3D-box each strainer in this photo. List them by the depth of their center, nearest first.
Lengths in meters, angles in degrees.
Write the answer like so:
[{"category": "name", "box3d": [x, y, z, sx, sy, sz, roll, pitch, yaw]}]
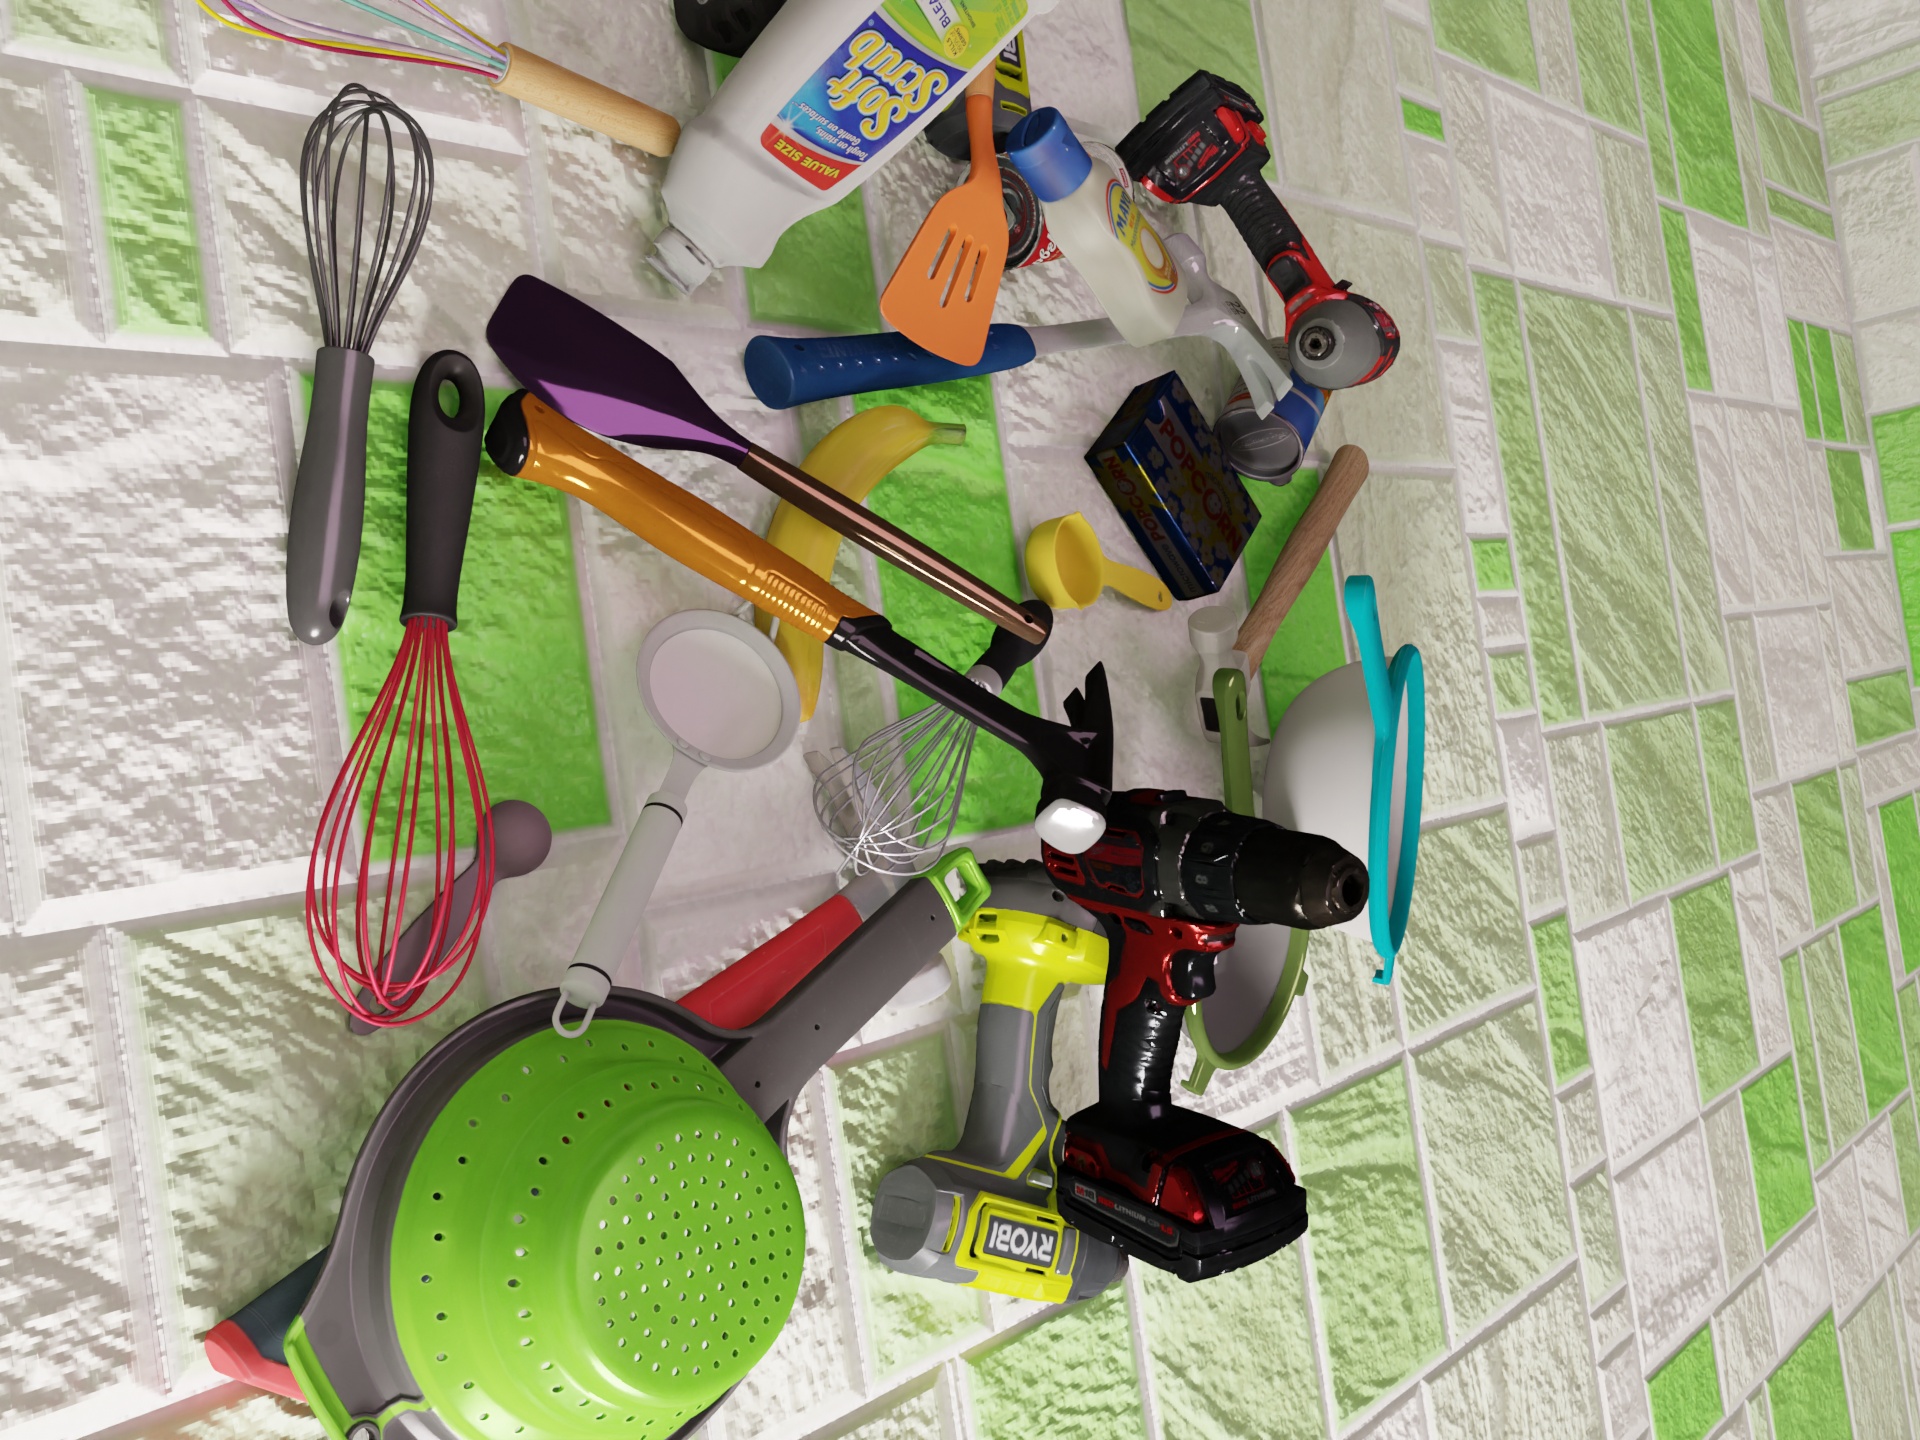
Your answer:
[{"category": "strainer", "box3d": [-0.132, 0.035, 0.715, 0.086, 0.050, 0.259, 34, 42, -17]}, {"category": "strainer", "box3d": [0.151, 0.088, 0.977, 0.151, 0.069, 0.256, -28, 118, -46]}, {"category": "strainer", "box3d": [0.239, 0.016, 1.033, 0.340, 0.095, 0.211, 62, 38, -51]}]

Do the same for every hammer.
[{"category": "hammer", "box3d": [-0.155, 0.148, 0.709, 0.386, 0.038, 0.143, -32, 104, -43]}, {"category": "hammer", "box3d": [-0.068, -0.059, 0.763, 0.336, 0.034, 0.127, 31, 34, -15]}, {"category": "hammer", "box3d": [0.048, -0.223, 0.952, 0.405, 0.035, 0.144, -19, 67, -41]}, {"category": "hammer", "box3d": [0.232, -0.100, 1.123, 0.331, 0.031, 0.130, -53, 142, -43]}]

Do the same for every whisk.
[{"category": "whisk", "box3d": [-0.255, -0.149, 0.660, 0.055, 0.055, 0.239, 11, 81, -43]}, {"category": "whisk", "box3d": [-0.223, -0.022, 0.661, 0.073, 0.073, 0.296, 16, 66, -42]}, {"category": "whisk", "box3d": [-0.229, -0.301, 0.718, 0.244, 0.051, 0.047, 6, 100, -48]}, {"category": "whisk", "box3d": [-0.002, -0.003, 0.848, 0.070, 0.070, 0.285, 63, 31, -17]}]

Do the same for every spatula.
[{"category": "spatula", "box3d": [-0.086, -0.117, 0.789, 0.315, 0.018, 0.060, 29, 63, -20]}, {"category": "spatula", "box3d": [0.004, -0.358, 0.872, 0.081, 0.041, 0.323, 17, 71, -47]}]

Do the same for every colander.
[{"category": "colander", "box3d": [-0.082, 0.167, 0.681, 0.397, 0.094, 0.204, -40, 108, -41]}]

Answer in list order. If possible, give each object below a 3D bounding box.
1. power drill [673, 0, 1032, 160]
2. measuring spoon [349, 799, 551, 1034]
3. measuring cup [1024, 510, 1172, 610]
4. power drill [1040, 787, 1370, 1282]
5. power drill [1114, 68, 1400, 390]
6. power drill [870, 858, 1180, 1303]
[{"category": "power drill", "box3d": [-0.052, -0.432, 0.888, 0.228, 0.080, 0.190, -5, 88, -48]}, {"category": "measuring spoon", "box3d": [-0.214, 0.083, 0.675, 0.034, 0.018, 0.124, 52, 52, -26]}, {"category": "measuring cup", "box3d": [0.089, -0.089, 1.010, 0.156, 0.029, 0.062, 13, 73, -55]}, {"category": "power drill", "box3d": [0.118, 0.147, 0.774, 0.080, 0.188, 0.226, -7, 97, -36]}, {"category": "power drill", "box3d": [0.205, -0.315, 1.055, 0.220, 0.078, 0.143, 55, 29, 4]}, {"category": "power drill", "box3d": [0.048, 0.202, 0.879, 0.171, 0.080, 0.223, 27, 68, -38]}]
